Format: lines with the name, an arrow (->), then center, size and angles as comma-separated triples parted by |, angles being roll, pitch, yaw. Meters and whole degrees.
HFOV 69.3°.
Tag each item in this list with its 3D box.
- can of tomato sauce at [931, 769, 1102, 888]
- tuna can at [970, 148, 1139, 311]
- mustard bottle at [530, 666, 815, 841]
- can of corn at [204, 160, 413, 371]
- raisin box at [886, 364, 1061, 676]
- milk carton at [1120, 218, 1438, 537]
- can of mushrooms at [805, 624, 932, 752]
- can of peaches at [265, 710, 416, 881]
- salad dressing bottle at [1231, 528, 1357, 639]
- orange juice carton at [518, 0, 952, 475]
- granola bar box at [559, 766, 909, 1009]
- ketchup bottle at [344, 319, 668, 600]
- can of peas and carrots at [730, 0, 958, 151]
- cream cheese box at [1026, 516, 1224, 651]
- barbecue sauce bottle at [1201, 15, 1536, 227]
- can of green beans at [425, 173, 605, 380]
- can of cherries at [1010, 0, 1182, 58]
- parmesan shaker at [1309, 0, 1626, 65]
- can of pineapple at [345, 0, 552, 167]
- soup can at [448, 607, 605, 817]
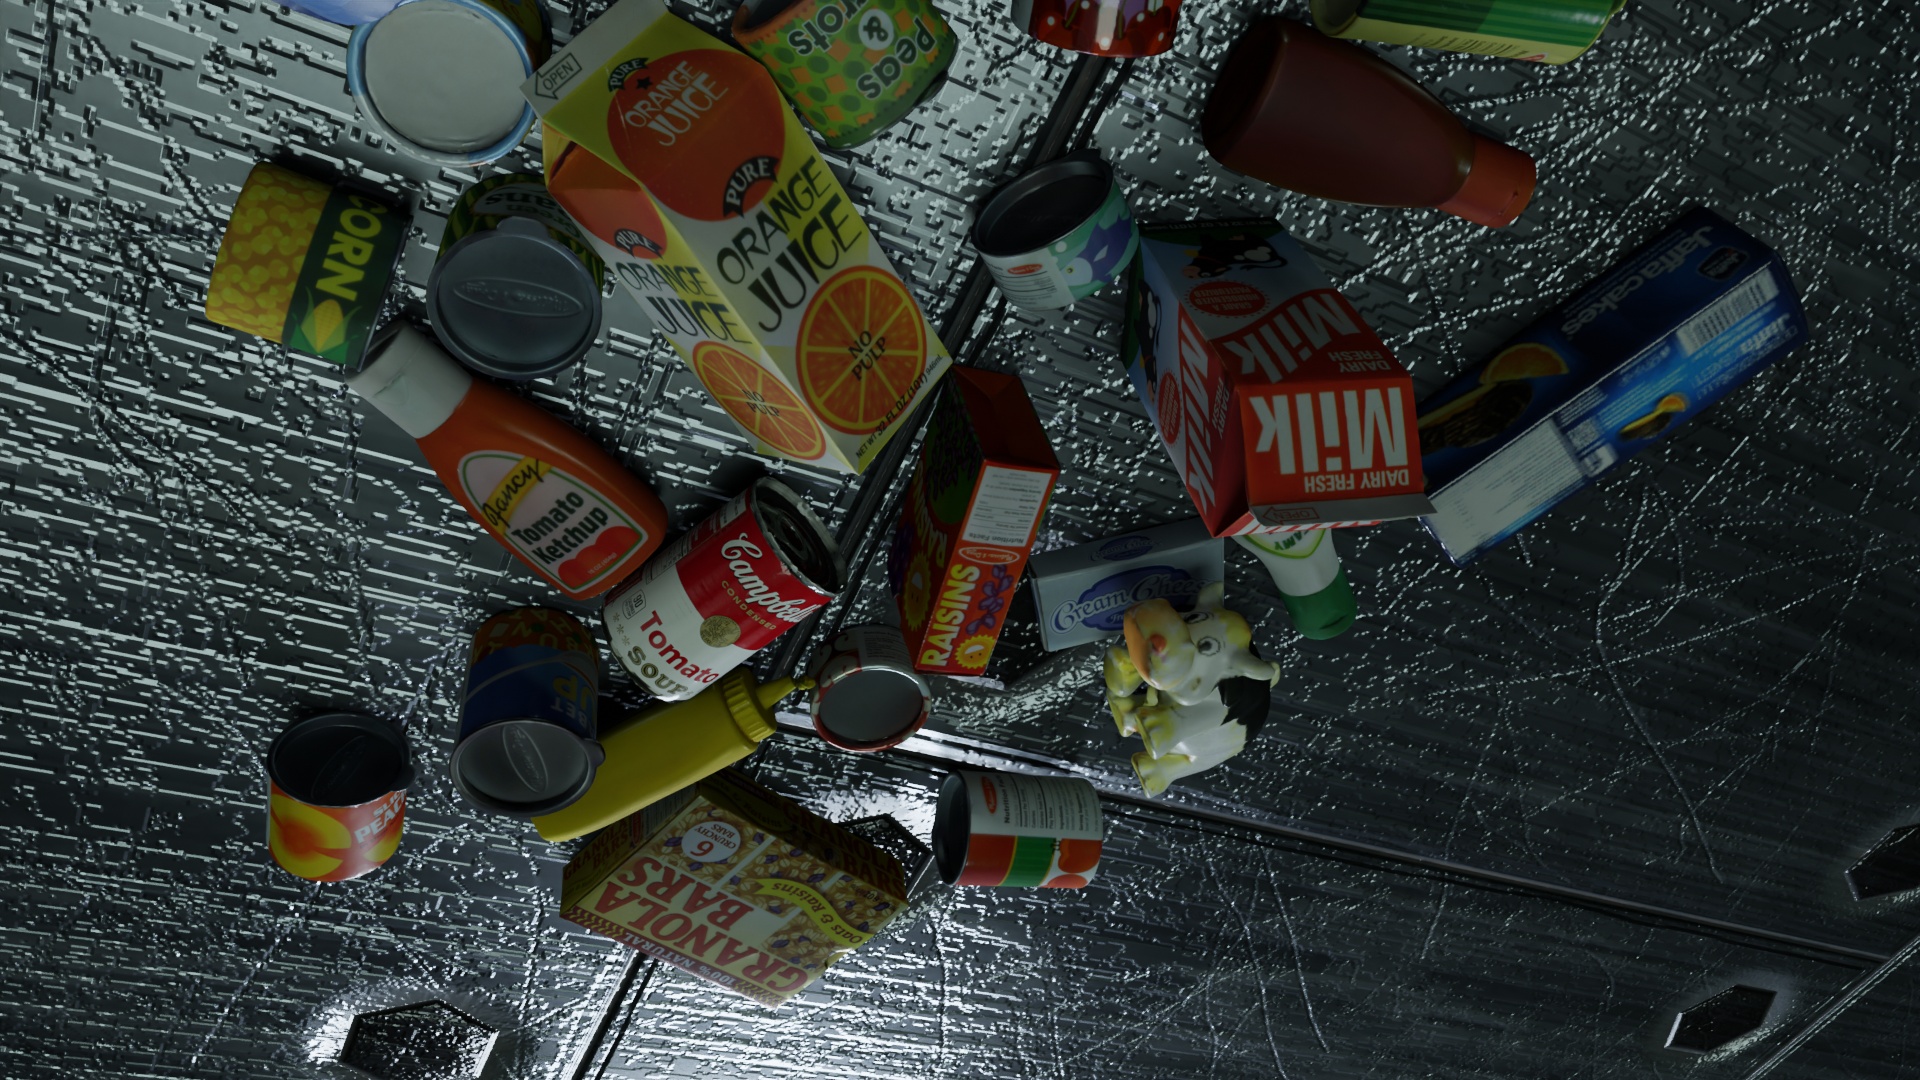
can of tomato sauce -> 0.033, 0.171, 0.817 | 0.083, 0.071, 0.070 | 6, 125, -18
tuna can -> 0.042, -0.133, 0.594 | 0.071, 0.071, 0.032 | -27, 128, 8
mustard bottle -> -0.149, 0.105, 0.730 | 0.160, 0.065, 0.049 | -27, 88, 2
can of corn -> -0.253, -0.108, 0.543 | 0.058, 0.071, 0.071 | 19, 120, -24
raisin box -> 0.002, -0.008, 0.663 | 0.040, 0.086, 0.122 | 6, 125, -19
milk carton -> 0.127, -0.063, 0.583 | 0.072, 0.191, 0.073 | -5, 127, -9
can of mushrooms -> -0.051, 0.082, 0.753 | 0.071, 0.033, 0.070 | -7, 127, -9
can of peaches -> -0.315, 0.131, 0.708 | 0.071, 0.071, 0.057 | 8, 125, -18
salad dressing bottle -> 0.172, -0.008, 0.728 | 0.064, 0.044, 0.147 | -30, 127, 4
orange juice carton -> -0.090, -0.120, 0.551 | 0.072, 0.073, 0.192 | -53, 130, -22
granola bar box -> -0.132, 0.207, 0.824 | 0.124, 0.039, 0.165 | -42, 124, 19
ketchup bottle -> -0.203, -0.037, 0.624 | 0.064, 0.044, 0.148 | -35, 125, 14
can of peas and carrots -> -0.043, -0.192, 0.526 | 0.071, 0.071, 0.058 | -36, 125, 15
cream cheese box -> 0.090, 0.023, 0.745 | 0.104, 0.024, 0.053 | -13, 127, -3
barbecue sauce bottle -> 0.183, -0.174, 0.606 | 0.149, 0.044, 0.064 | 13, 128, -21
can of green beans -> -0.179, -0.108, 0.566 | 0.071, 0.058, 0.071 | -6, 127, -8
can of cherries -> 0.058, -0.222, 0.527 | 0.071, 0.072, 0.058 | 0, 126, -13
parmesan shaker -> 0.201, -0.229, 0.552 | 0.103, 0.071, 0.071 | 2, 126, -13
can of pineapple -> -0.185, -0.180, 0.511 | 0.071, 0.058, 0.070 | -6, 127, -8
soup can -> -0.210, 0.083, 0.685 | 0.071, 0.084, 0.071 | -6, 128, -8
